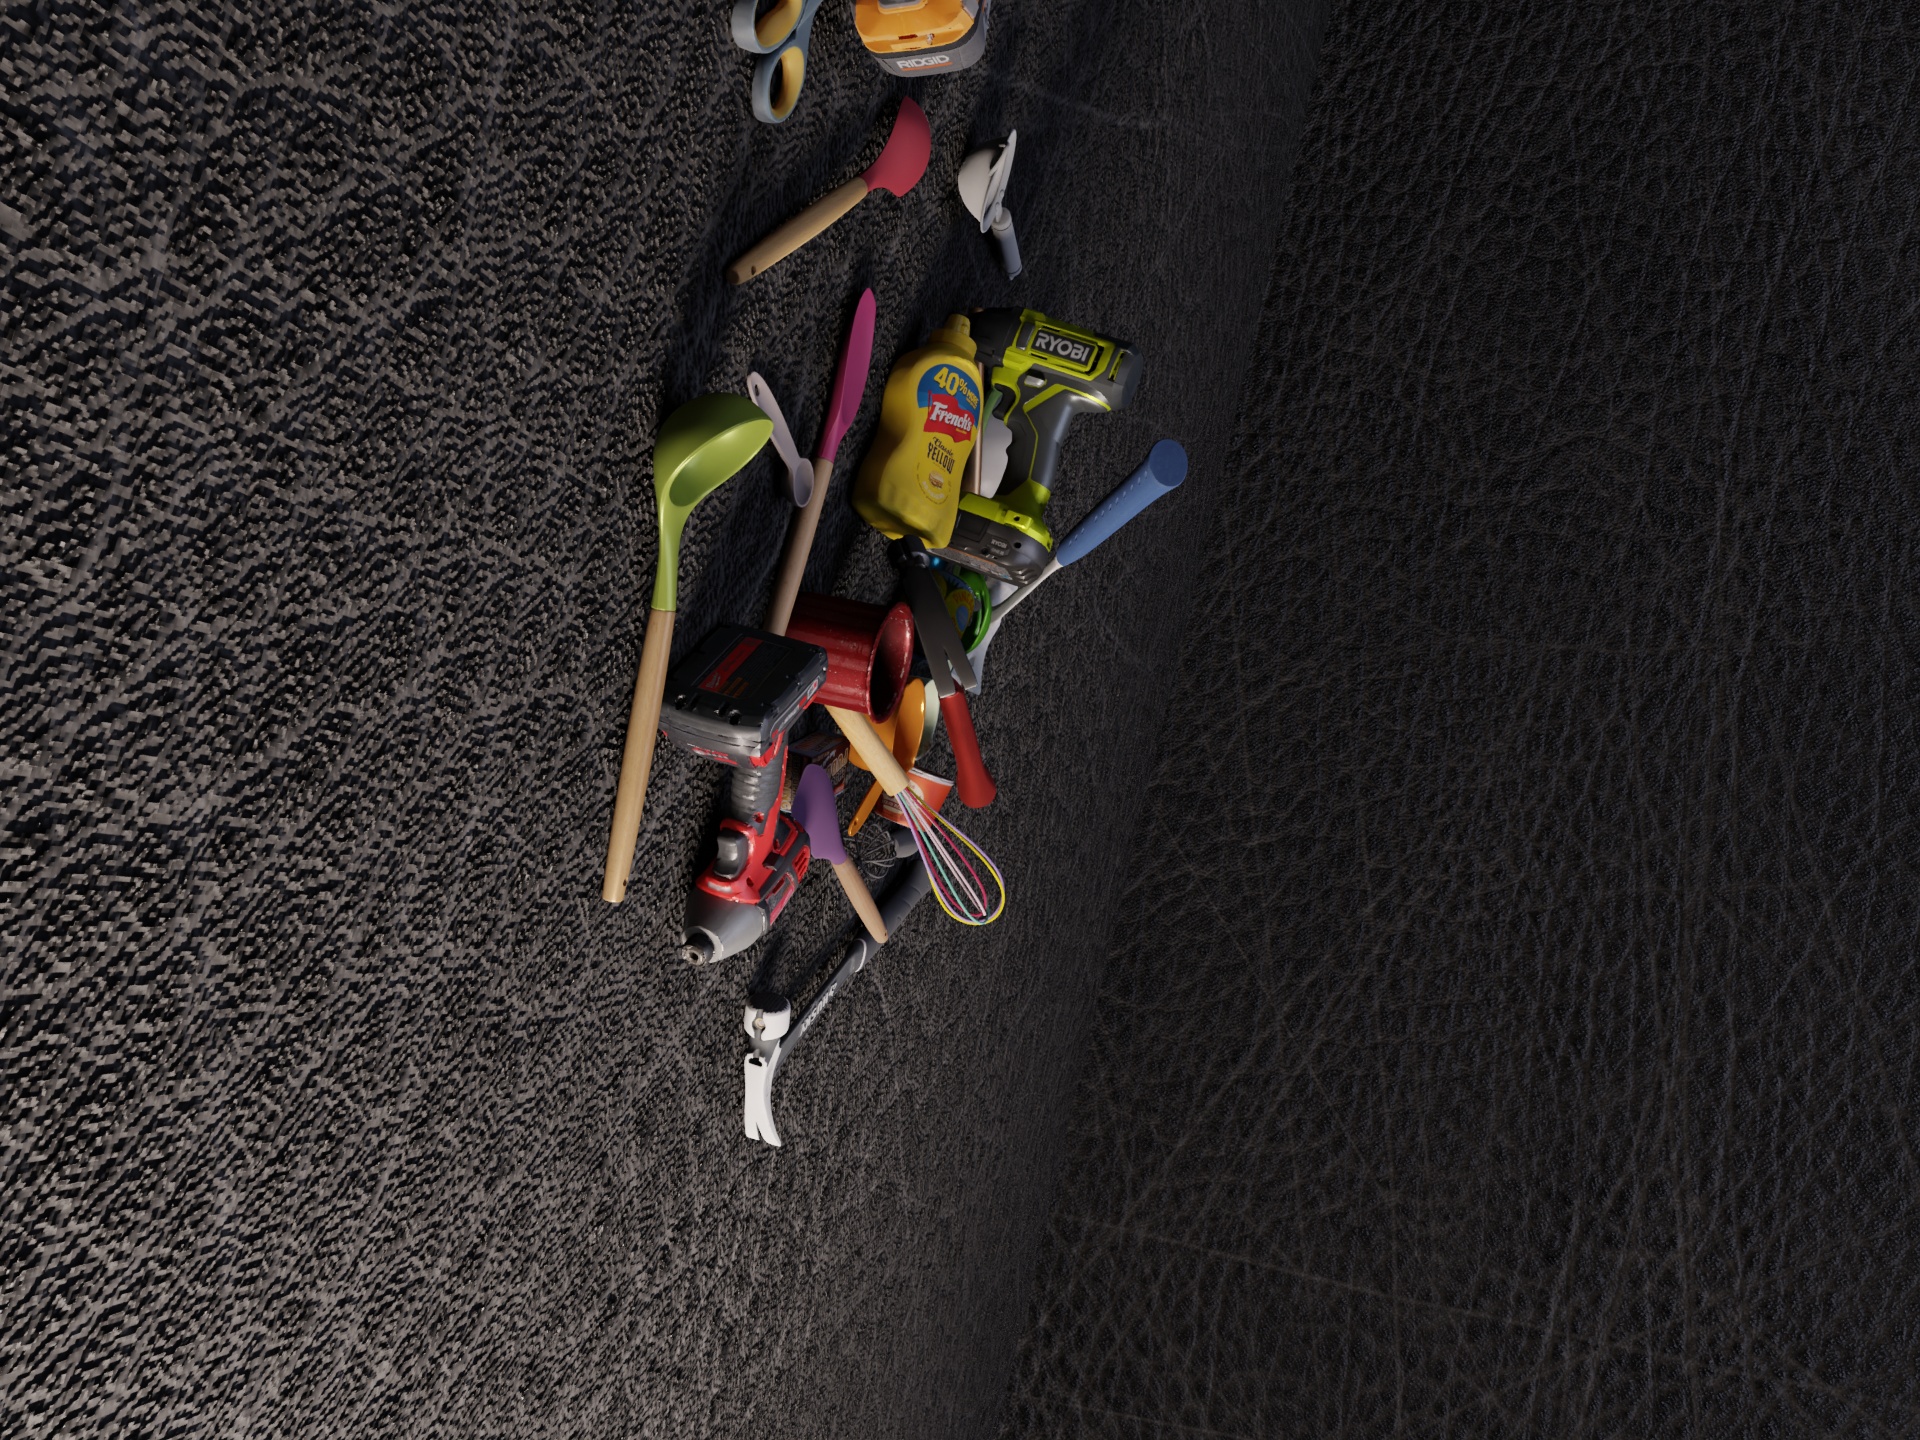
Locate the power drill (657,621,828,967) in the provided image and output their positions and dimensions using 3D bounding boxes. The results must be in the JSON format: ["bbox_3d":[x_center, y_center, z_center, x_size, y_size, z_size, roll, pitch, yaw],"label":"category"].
[{"bbox_3d":[-0.150,0.058,1.082,0.143,0.078,0.219,-56,157,-52],"label":"power drill"}]

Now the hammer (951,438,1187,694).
[{"bbox_3d":[0.088,-0.139,1.411,0.405,0.035,0.144,-37,-152,64],"label":"hammer"}]

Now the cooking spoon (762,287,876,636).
[{"bbox_3d":[-0.107,-0.165,1.157,0.068,0.017,0.319,62,42,-77],"label":"cooking spoon"}]

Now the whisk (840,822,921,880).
[{"bbox_3d":[-0.071,0.118,1.474,0.239,0.055,0.055,7,96,-79],"label":"whisk"}]

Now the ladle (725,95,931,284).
[{"bbox_3d":[-0.082,-0.357,1.085,0.315,0.031,0.069,-57,155,-49],"label":"ladle"}]

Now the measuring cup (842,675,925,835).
[{"bbox_3d":[-0.081,0.029,1.339,0.095,0.052,0.174,87,22,-43],"label":"measuring cup"}]

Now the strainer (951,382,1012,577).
[{"bbox_3d":[0.040,-0.202,1.543,0.151,0.069,0.256,71,31,-66],"label":"strainer"}]

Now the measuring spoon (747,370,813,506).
[{"bbox_3d":[-0.127,-0.192,1.082,0.124,0.018,0.034,67,34,-54],"label":"measuring spoon"}]

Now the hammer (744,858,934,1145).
[{"bbox_3d":[-0.103,0.230,1.460,0.409,0.036,0.149,-46,147,-63],"label":"hammer"}]

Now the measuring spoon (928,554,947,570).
[{"bbox_3d":[-0.034,-0.147,1.426,0.128,0.021,0.042,-8,110,-76],"label":"measuring spoon"}]

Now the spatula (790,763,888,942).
[{"bbox_3d":[-0.095,0.121,1.314,0.315,0.018,0.060,73,30,-60],"label":"spatula"}]

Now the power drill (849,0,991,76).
[{"bbox_3d":[-0.049,-0.523,0.949,0.226,0.084,0.185,33,62,-64],"label":"power drill"}]

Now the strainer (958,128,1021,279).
[{"bbox_3d":[0.032,-0.444,1.398,0.258,0.050,0.087,49,61,-78],"label":"strainer"}]

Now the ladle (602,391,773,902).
[{"bbox_3d":[-0.172,-0.039,0.957,0.078,0.062,0.320,-23,127,-71],"label":"ladle"}]

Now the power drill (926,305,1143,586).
[{"bbox_3d":[0.038,-0.243,1.370,0.223,0.171,0.080,-67,164,-6],"label":"power drill"}]

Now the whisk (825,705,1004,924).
[{"bbox_3d":[-0.041,0.074,1.292,0.244,0.047,0.051,56,39,-18],"label":"whisk"}]

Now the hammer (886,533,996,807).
[{"bbox_3d":[-0.002,-0.004,1.376,0.358,0.036,0.149,75,-5,-61],"label":"hammer"}]

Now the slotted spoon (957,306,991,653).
[{"bbox_3d":[0.011,-0.215,1.449,0.031,0.070,0.313,-4,100,-31],"label":"slotted spoon"}]

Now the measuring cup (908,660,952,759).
[{"bbox_3d":[-0.035,-0.037,1.487,0.083,0.038,0.168,85,21,-48],"label":"measuring cup"}]
